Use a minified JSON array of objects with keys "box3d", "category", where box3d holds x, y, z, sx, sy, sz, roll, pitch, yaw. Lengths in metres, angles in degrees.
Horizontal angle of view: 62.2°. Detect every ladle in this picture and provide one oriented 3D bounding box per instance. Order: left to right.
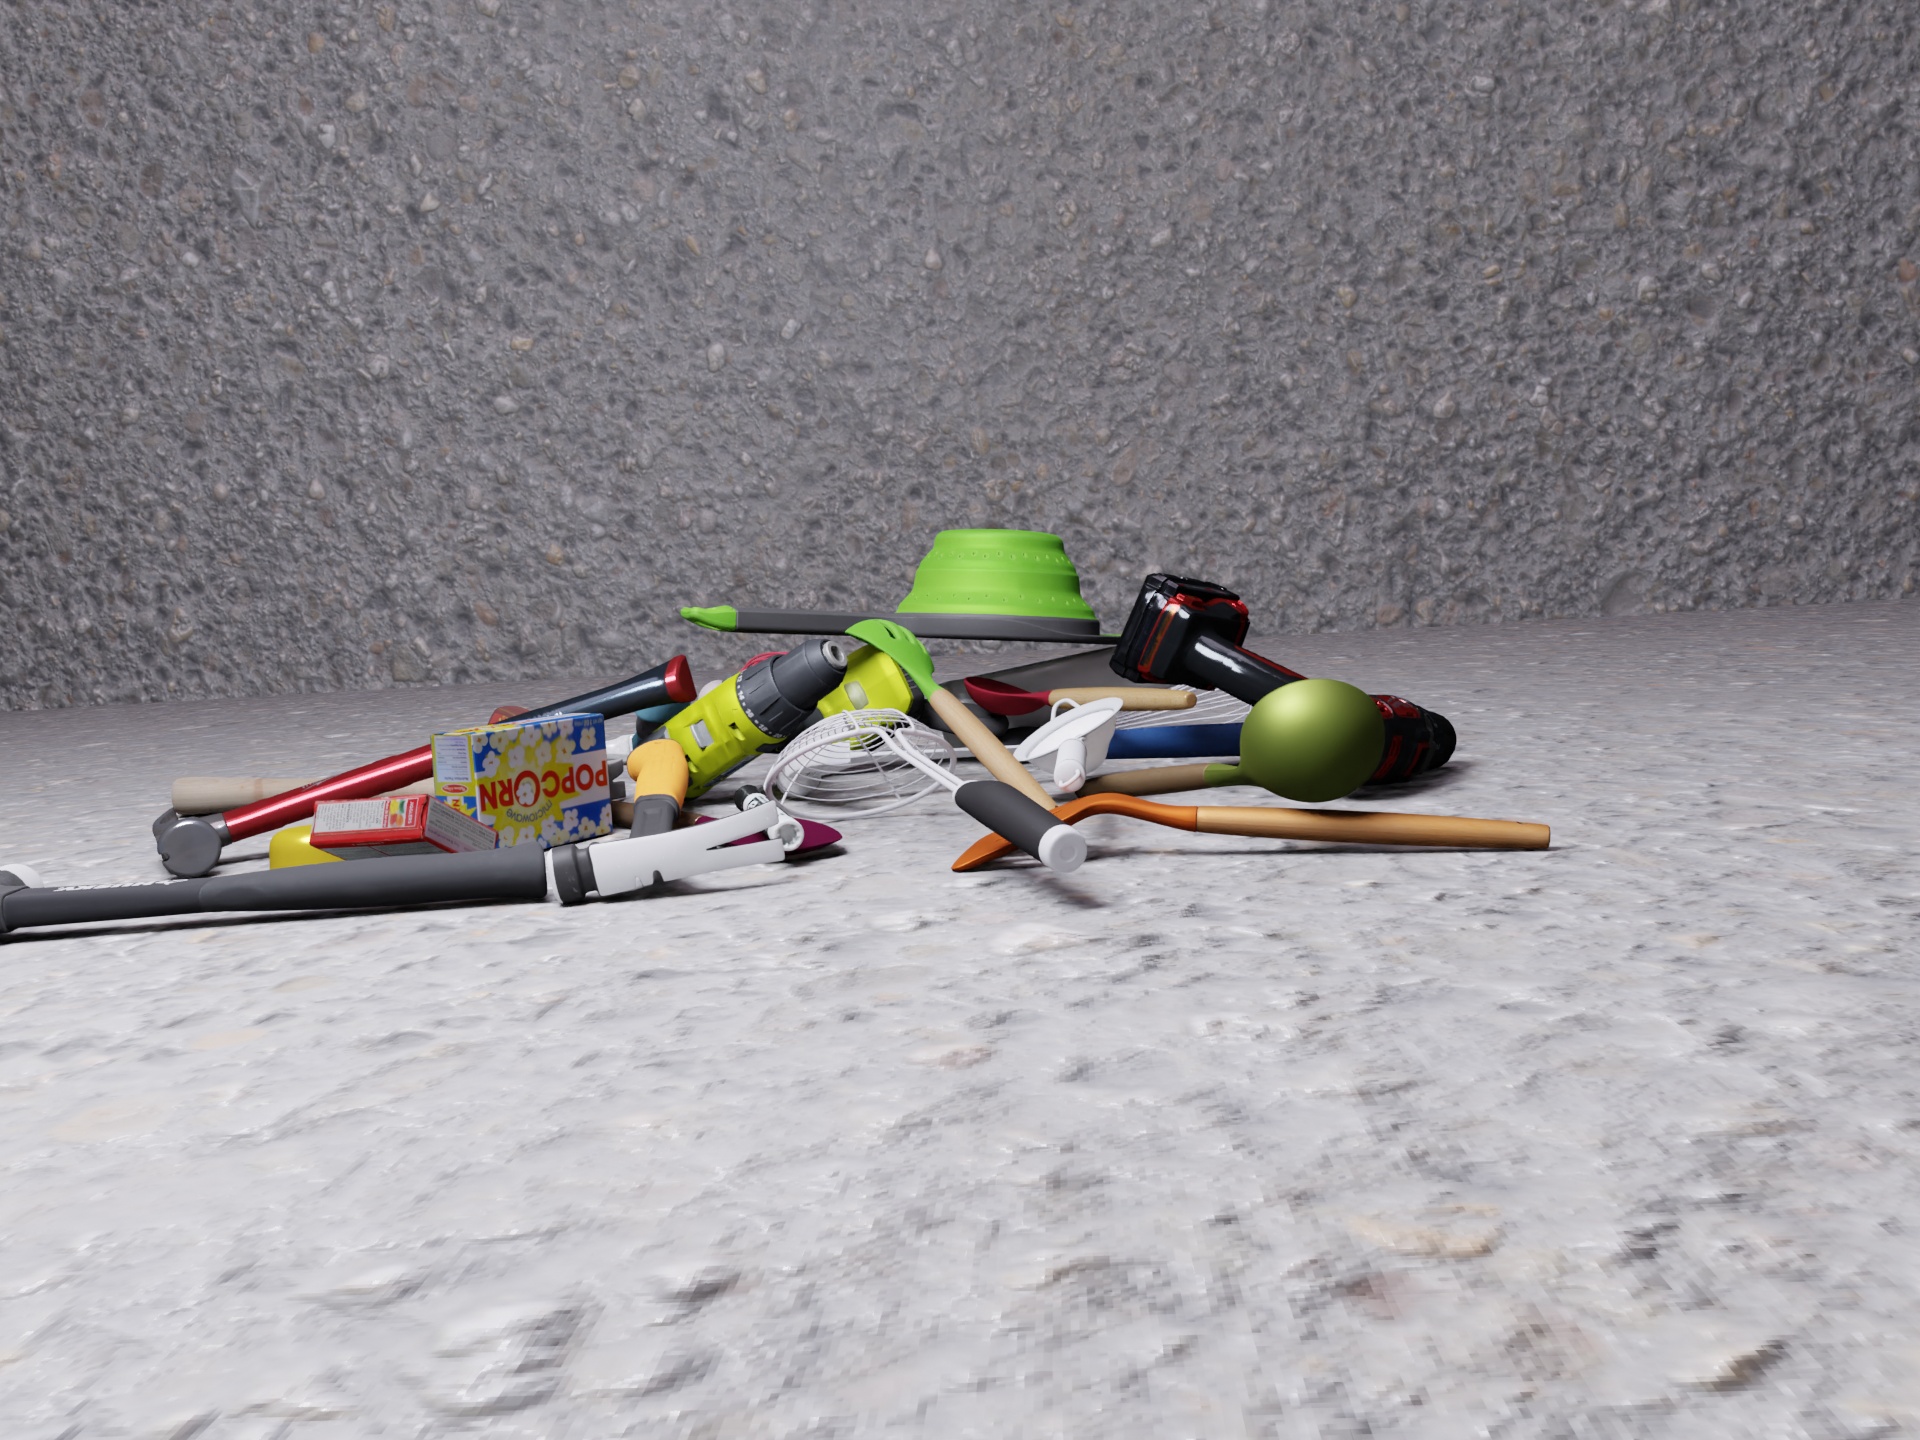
[{"box3d":[0.087,-0.017,1.212,0.069,0.031,0.315,9,-3,-26],"category":"ladle"},{"box3d":[0.148,0.024,0.984,0.078,0.062,0.320,25,-13,-17],"category":"ladle"}]

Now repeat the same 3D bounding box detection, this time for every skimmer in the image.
[{"box3d":[-0.017,0.058,0.930,0.127,0.090,0.363,0,11,-22],"category":"skimmer"}]

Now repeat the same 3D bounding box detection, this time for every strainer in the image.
[{"box3d":[0.074,0.022,1.048,0.087,0.050,0.258,-28,4,8],"category":"strainer"}]

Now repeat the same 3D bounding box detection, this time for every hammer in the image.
[{"box3d":[-0.394,0.094,0.866,0.334,0.035,0.146,-4,5,-4],"category":"hammer"},{"box3d":[-0.475,0.058,1.302,0.411,0.038,0.146,-2,4,23],"category":"hammer"},{"box3d":[-0.379,0.025,1.158,0.386,0.038,0.143,-20,11,-25],"category":"hammer"},{"box3d":[-0.272,0.007,1.401,0.128,0.033,0.331,-5,-6,-15],"category":"hammer"},{"box3d":[-0.187,0.050,1.023,0.127,0.034,0.337,-11,10,-8],"category":"hammer"},{"box3d":[0.070,0.021,1.212,0.405,0.035,0.144,-2,-12,-15],"category":"hammer"}]

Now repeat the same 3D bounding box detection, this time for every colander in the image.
[{"box3d":[-0.039,-0.115,1.326,0.397,0.094,0.204,0,3,-30],"category":"colander"}]

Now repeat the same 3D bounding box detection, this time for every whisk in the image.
[{"box3d":[-0.086,-0.015,1.410,0.296,0.073,0.073,9,11,31],"category":"whisk"},{"box3d":[0.148,0.004,1.388,0.284,0.070,0.070,-11,7,-16],"category":"whisk"}]

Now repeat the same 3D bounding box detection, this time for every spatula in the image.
[{"box3d":[0.156,0.065,0.884,0.322,0.041,0.081,2,9,13],"category":"spatula"}]

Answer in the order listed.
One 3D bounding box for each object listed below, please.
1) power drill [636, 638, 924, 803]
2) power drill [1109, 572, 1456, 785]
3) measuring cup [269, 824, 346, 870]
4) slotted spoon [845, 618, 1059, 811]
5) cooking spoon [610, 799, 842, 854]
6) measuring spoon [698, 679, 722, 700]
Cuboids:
[{"box3d":[-0.125,-0.010,1.269,0.190,0.080,0.228,-32,-10,26],"category":"power drill"},{"box3d":[0.243,-0.022,1.151,0.227,0.080,0.187,32,18,32],"category":"power drill"},{"box3d":[-0.376,0.077,1.055,0.156,0.029,0.062,-9,7,-29],"category":"measuring cup"},{"box3d":[-0.002,-0.004,1.097,0.070,0.031,0.314,23,15,-35],"category":"slotted spoon"},{"box3d":[-0.186,0.070,1.072,0.068,0.017,0.319,-10,9,-40],"category":"cooking spoon"},{"box3d":[-0.208,0.008,1.334,0.018,0.124,0.034,36,55,20],"category":"measuring spoon"}]
